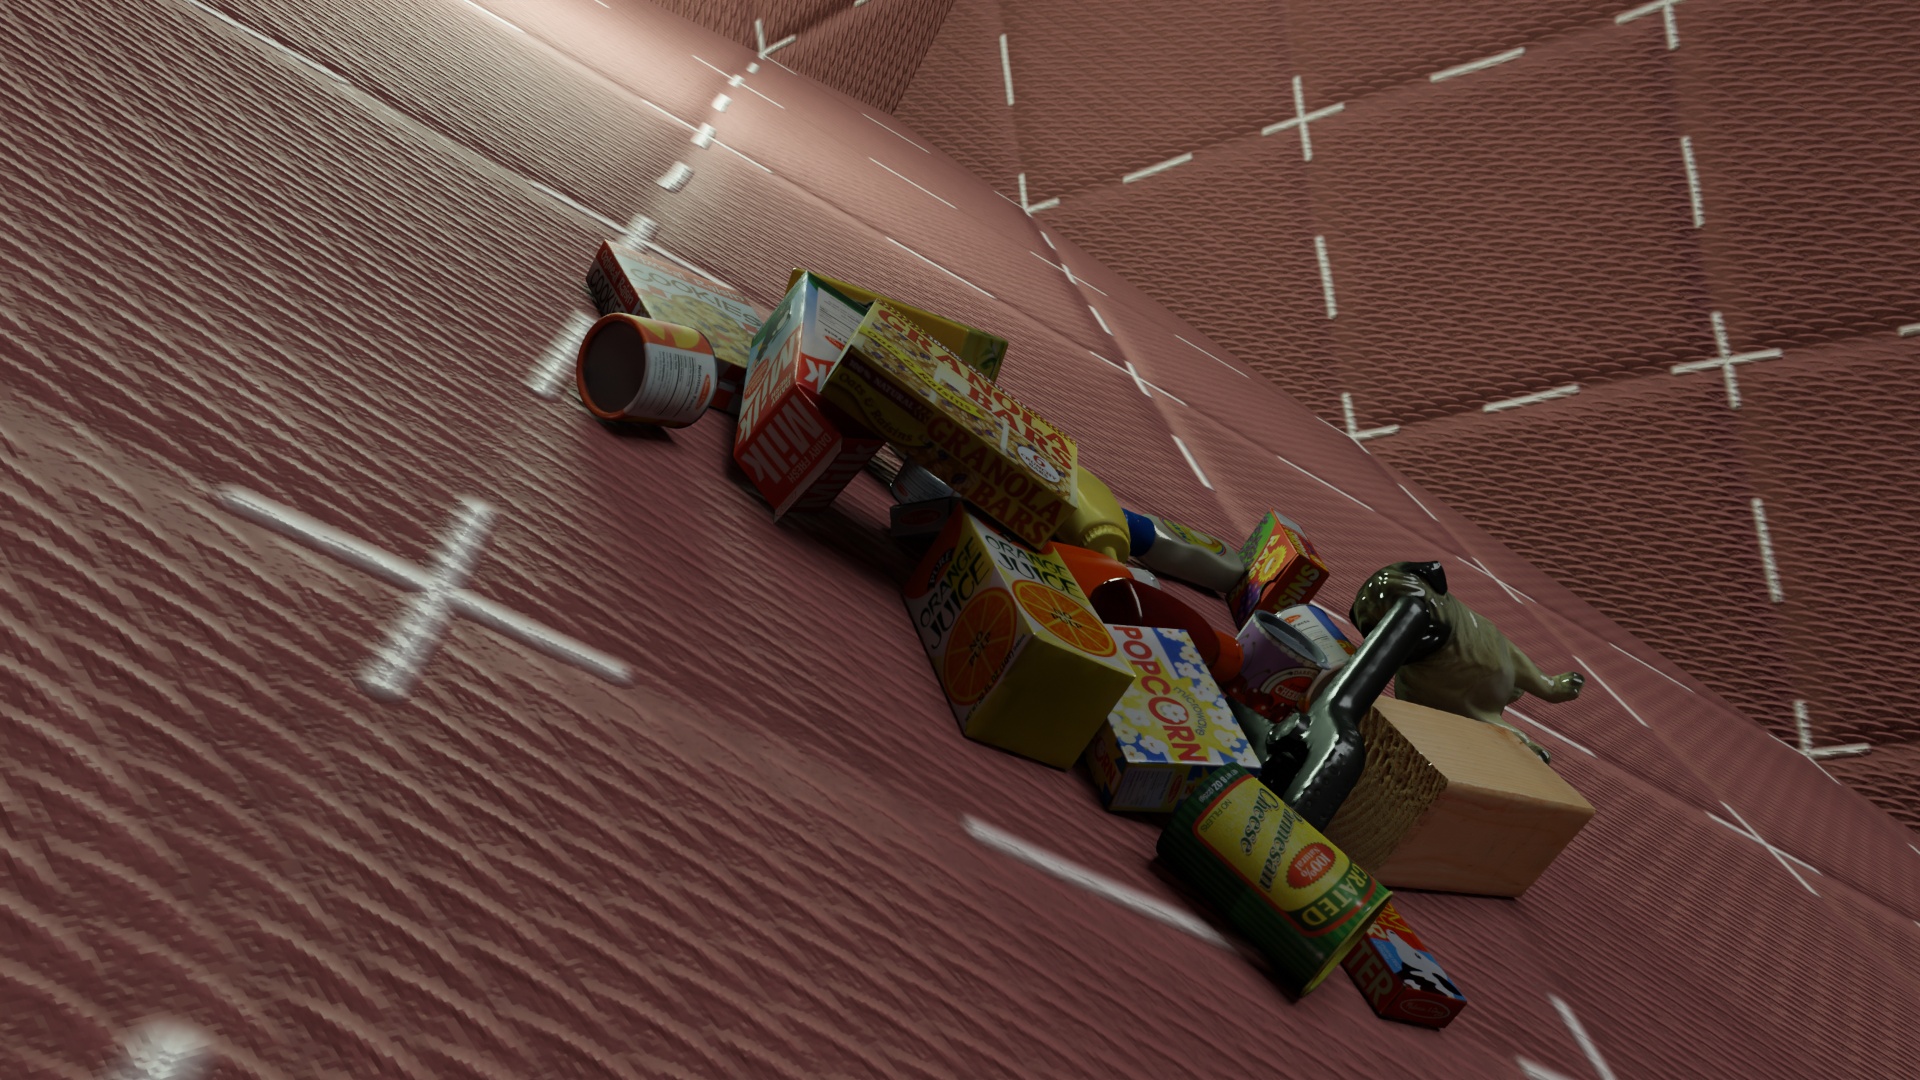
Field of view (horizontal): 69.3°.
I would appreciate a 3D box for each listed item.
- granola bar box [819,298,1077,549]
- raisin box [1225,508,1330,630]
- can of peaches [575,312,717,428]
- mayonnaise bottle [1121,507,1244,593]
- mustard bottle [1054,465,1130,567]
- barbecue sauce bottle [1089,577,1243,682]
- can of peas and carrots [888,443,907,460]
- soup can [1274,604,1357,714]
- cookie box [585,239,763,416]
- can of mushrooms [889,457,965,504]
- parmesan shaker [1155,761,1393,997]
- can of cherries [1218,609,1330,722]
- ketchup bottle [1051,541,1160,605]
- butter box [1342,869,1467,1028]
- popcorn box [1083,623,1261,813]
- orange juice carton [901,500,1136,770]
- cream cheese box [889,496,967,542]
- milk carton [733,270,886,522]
[{"bbox_3d":[-0.003,-0.076,0.870,0.165,0.039,0.125,35,21,-10],"label":"granola bar box"},{"bbox_3d":[0.279,0.032,1.243,0.040,0.086,0.124,31,18,-9],"label":"raisin box"},{"bbox_3d":[-0.196,-0.105,0.860,0.071,0.071,0.058,42,21,27],"label":"can of peaches"},{"bbox_3d":[0.184,0.006,1.228,0.148,0.041,0.065,18,22,-38],"label":"mayonnaise bottle"},{"bbox_3d":[0.104,-0.013,1.135,0.065,0.048,0.161,23,21,-22],"label":"mustard bottle"},{"bbox_3d":[0.149,0.071,0.983,0.148,0.043,0.065,20,58,-47],"label":"barbecue sauce bottle"},{"bbox_3d":[-0.016,-0.090,1.124,0.071,0.058,0.071,29,18,-10],"label":"can of peas and carrots"},{"bbox_3d":[0.285,0.102,1.106,0.071,0.071,0.084,23,21,-27],"label":"soup can"},{"bbox_3d":[-0.196,-0.152,1.024,0.123,0.040,0.168,17,24,-38],"label":"cookie box"},{"bbox_3d":[-0.015,-0.038,1.032,0.071,0.033,0.071,28,18,-10],"label":"can of mushrooms"},{"bbox_3d":[0.158,0.173,0.714,0.103,0.071,0.071,40,19,25],"label":"parmesan shaker"},{"bbox_3d":[0.235,0.096,1.048,0.071,0.058,0.072,30,17,-10],"label":"can of cherries"},{"bbox_3d":[0.093,0.033,1.004,0.149,0.043,0.065,9,37,-51],"label":"ketchup bottle"},{"bbox_3d":[0.228,0.220,0.768,0.053,0.024,0.104,22,21,-30],"label":"butter box"},{"bbox_3d":[0.110,0.101,0.809,0.085,0.038,0.127,6,33,-19],"label":"popcorn box"},{"bbox_3d":[0.024,0.042,0.823,0.073,0.071,0.193,23,20,-27],"label":"orange juice carton"},{"bbox_3d":[0.003,-0.012,0.966,0.053,0.024,0.104,-6,-8,37],"label":"cream cheese box"},{"bbox_3d":[-0.096,-0.090,0.911,0.073,0.072,0.191,31,30,-24],"label":"milk carton"}]
